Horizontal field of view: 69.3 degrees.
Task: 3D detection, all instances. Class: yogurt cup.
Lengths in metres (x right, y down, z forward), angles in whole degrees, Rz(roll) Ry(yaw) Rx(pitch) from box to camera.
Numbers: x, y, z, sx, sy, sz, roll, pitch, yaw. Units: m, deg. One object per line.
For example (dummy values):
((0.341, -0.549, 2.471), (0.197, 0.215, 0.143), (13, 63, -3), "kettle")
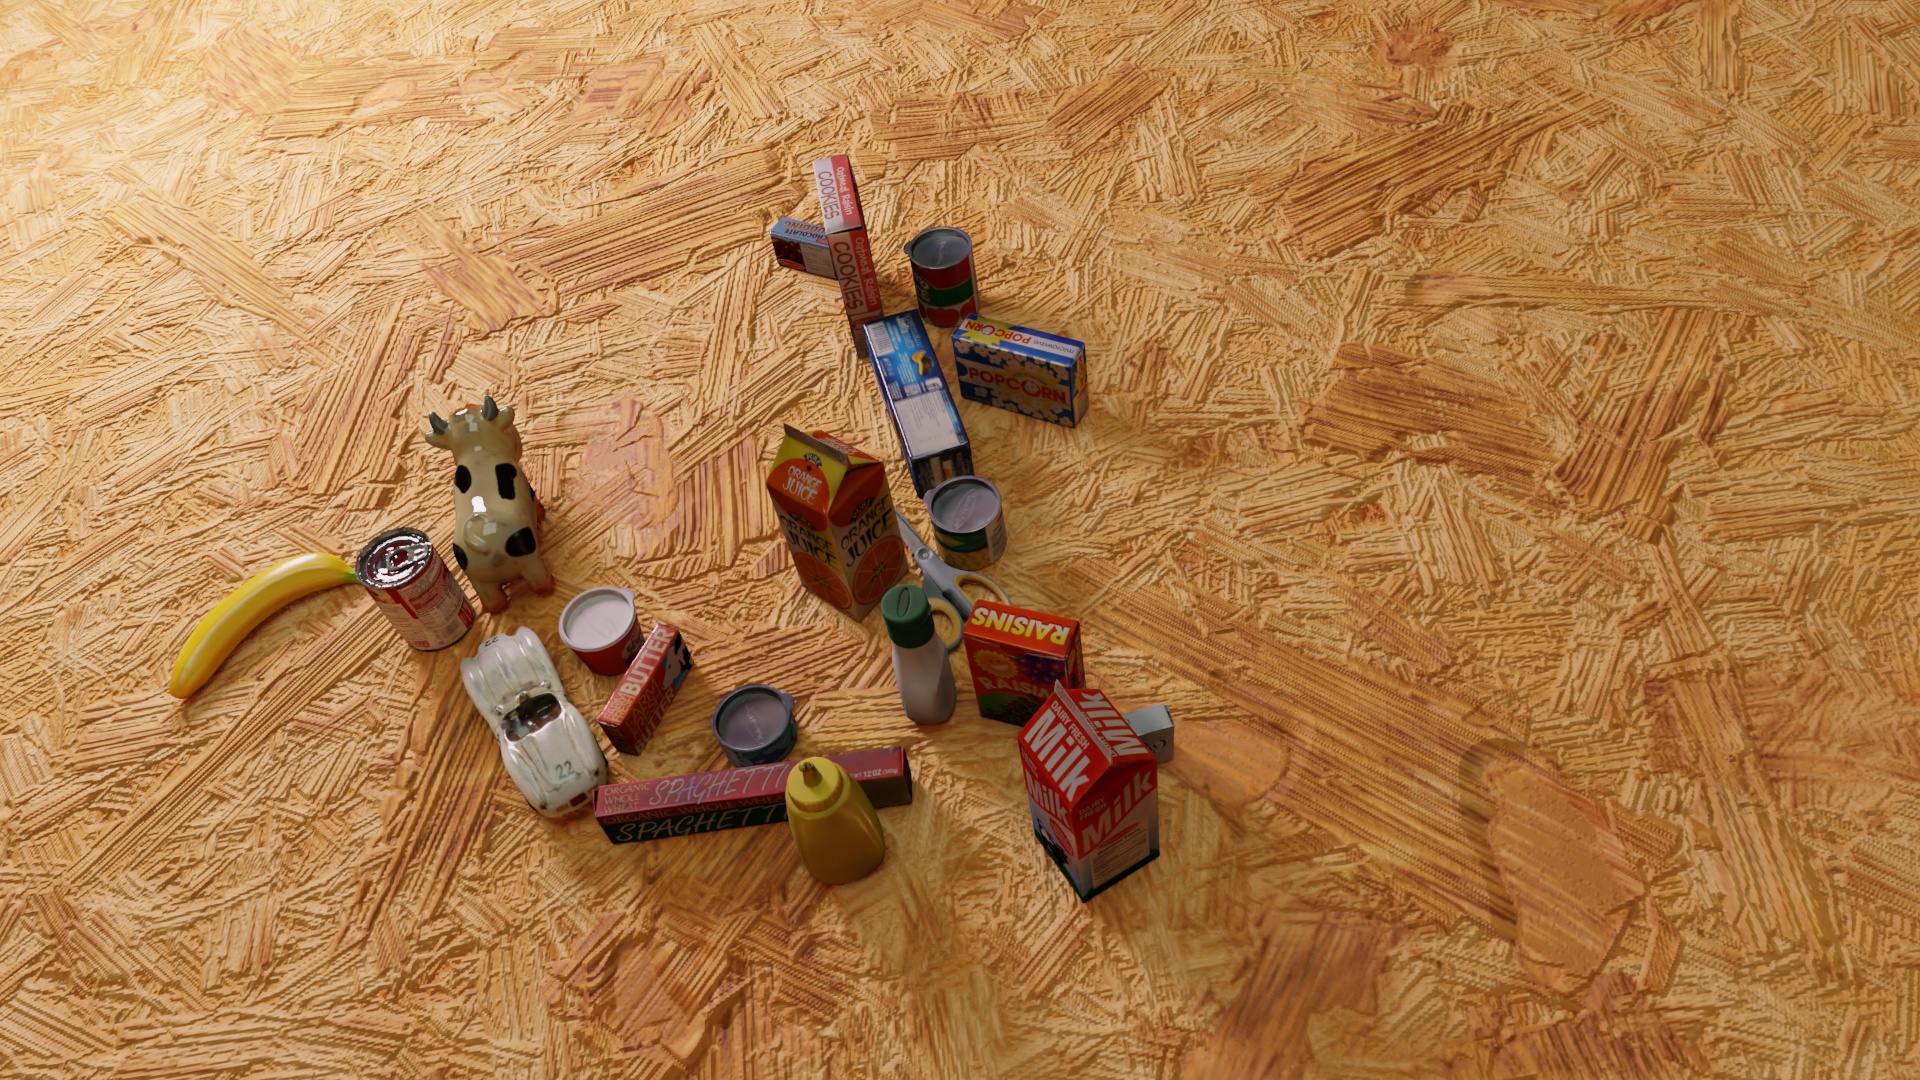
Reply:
((-0.312, 0.082, 1.221), (0.072, 0.053, 0.073), (-4, 51, 5), "yogurt cup")

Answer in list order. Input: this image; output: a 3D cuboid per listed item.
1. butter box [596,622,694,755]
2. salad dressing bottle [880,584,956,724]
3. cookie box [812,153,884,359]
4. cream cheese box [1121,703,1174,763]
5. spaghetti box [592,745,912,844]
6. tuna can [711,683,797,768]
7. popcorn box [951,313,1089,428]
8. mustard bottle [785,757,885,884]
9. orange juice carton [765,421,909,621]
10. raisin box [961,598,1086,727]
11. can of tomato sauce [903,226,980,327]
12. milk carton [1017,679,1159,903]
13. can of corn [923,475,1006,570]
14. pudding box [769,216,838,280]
((-0.265, 0.127, 1.179), (0.024, 0.052, 0.104), (14, 55, 19), "butter box")
((-0.034, 0.092, 1.111), (0.044, 0.147, 0.064), (1, 52, 10), "salad dressing bottle")
((-0.109, -0.289, 1.416), (0.040, 0.166, 0.123), (-13, 51, -1), "cookie box")
((0.116, 0.163, 1.091), (0.104, 0.053, 0.024), (-15, 51, -4), "cream cheese box")
((-0.164, 0.203, 1.104), (0.250, 0.050, 0.029), (-8, 51, 2), "spaghetti box")
((-0.168, 0.154, 1.155), (0.071, 0.032, 0.071), (-4, 51, 5), "tuna can")
((0.059, -0.164, 1.343), (0.127, 0.084, 0.038), (18, 56, 21), "popcorn box")
((-0.097, 0.200, 1.025), (0.065, 0.159, 0.049), (-19, 51, -6), "mustard bottle")
((-0.106, -0.024, 1.186), (0.072, 0.191, 0.073), (29, 61, 28), "orange juice carton")
((0.053, 0.103, 1.104), (0.086, 0.122, 0.040), (12, 55, 18), "raisin box")
((-0.018, -0.273, 1.444), (0.071, 0.082, 0.071), (-4, 51, 5), "can of tomato sauce")
((0.093, 0.176, 0.997), (0.073, 0.189, 0.072), (-28, 53, -13), "milk carton")
((0.004, -0.016, 1.249), (0.071, 0.058, 0.071), (-4, 51, 5), "can of corn")
((-0.165, -0.321, 1.526), (0.084, 0.049, 0.030), (18, 56, 21), "pudding box")
